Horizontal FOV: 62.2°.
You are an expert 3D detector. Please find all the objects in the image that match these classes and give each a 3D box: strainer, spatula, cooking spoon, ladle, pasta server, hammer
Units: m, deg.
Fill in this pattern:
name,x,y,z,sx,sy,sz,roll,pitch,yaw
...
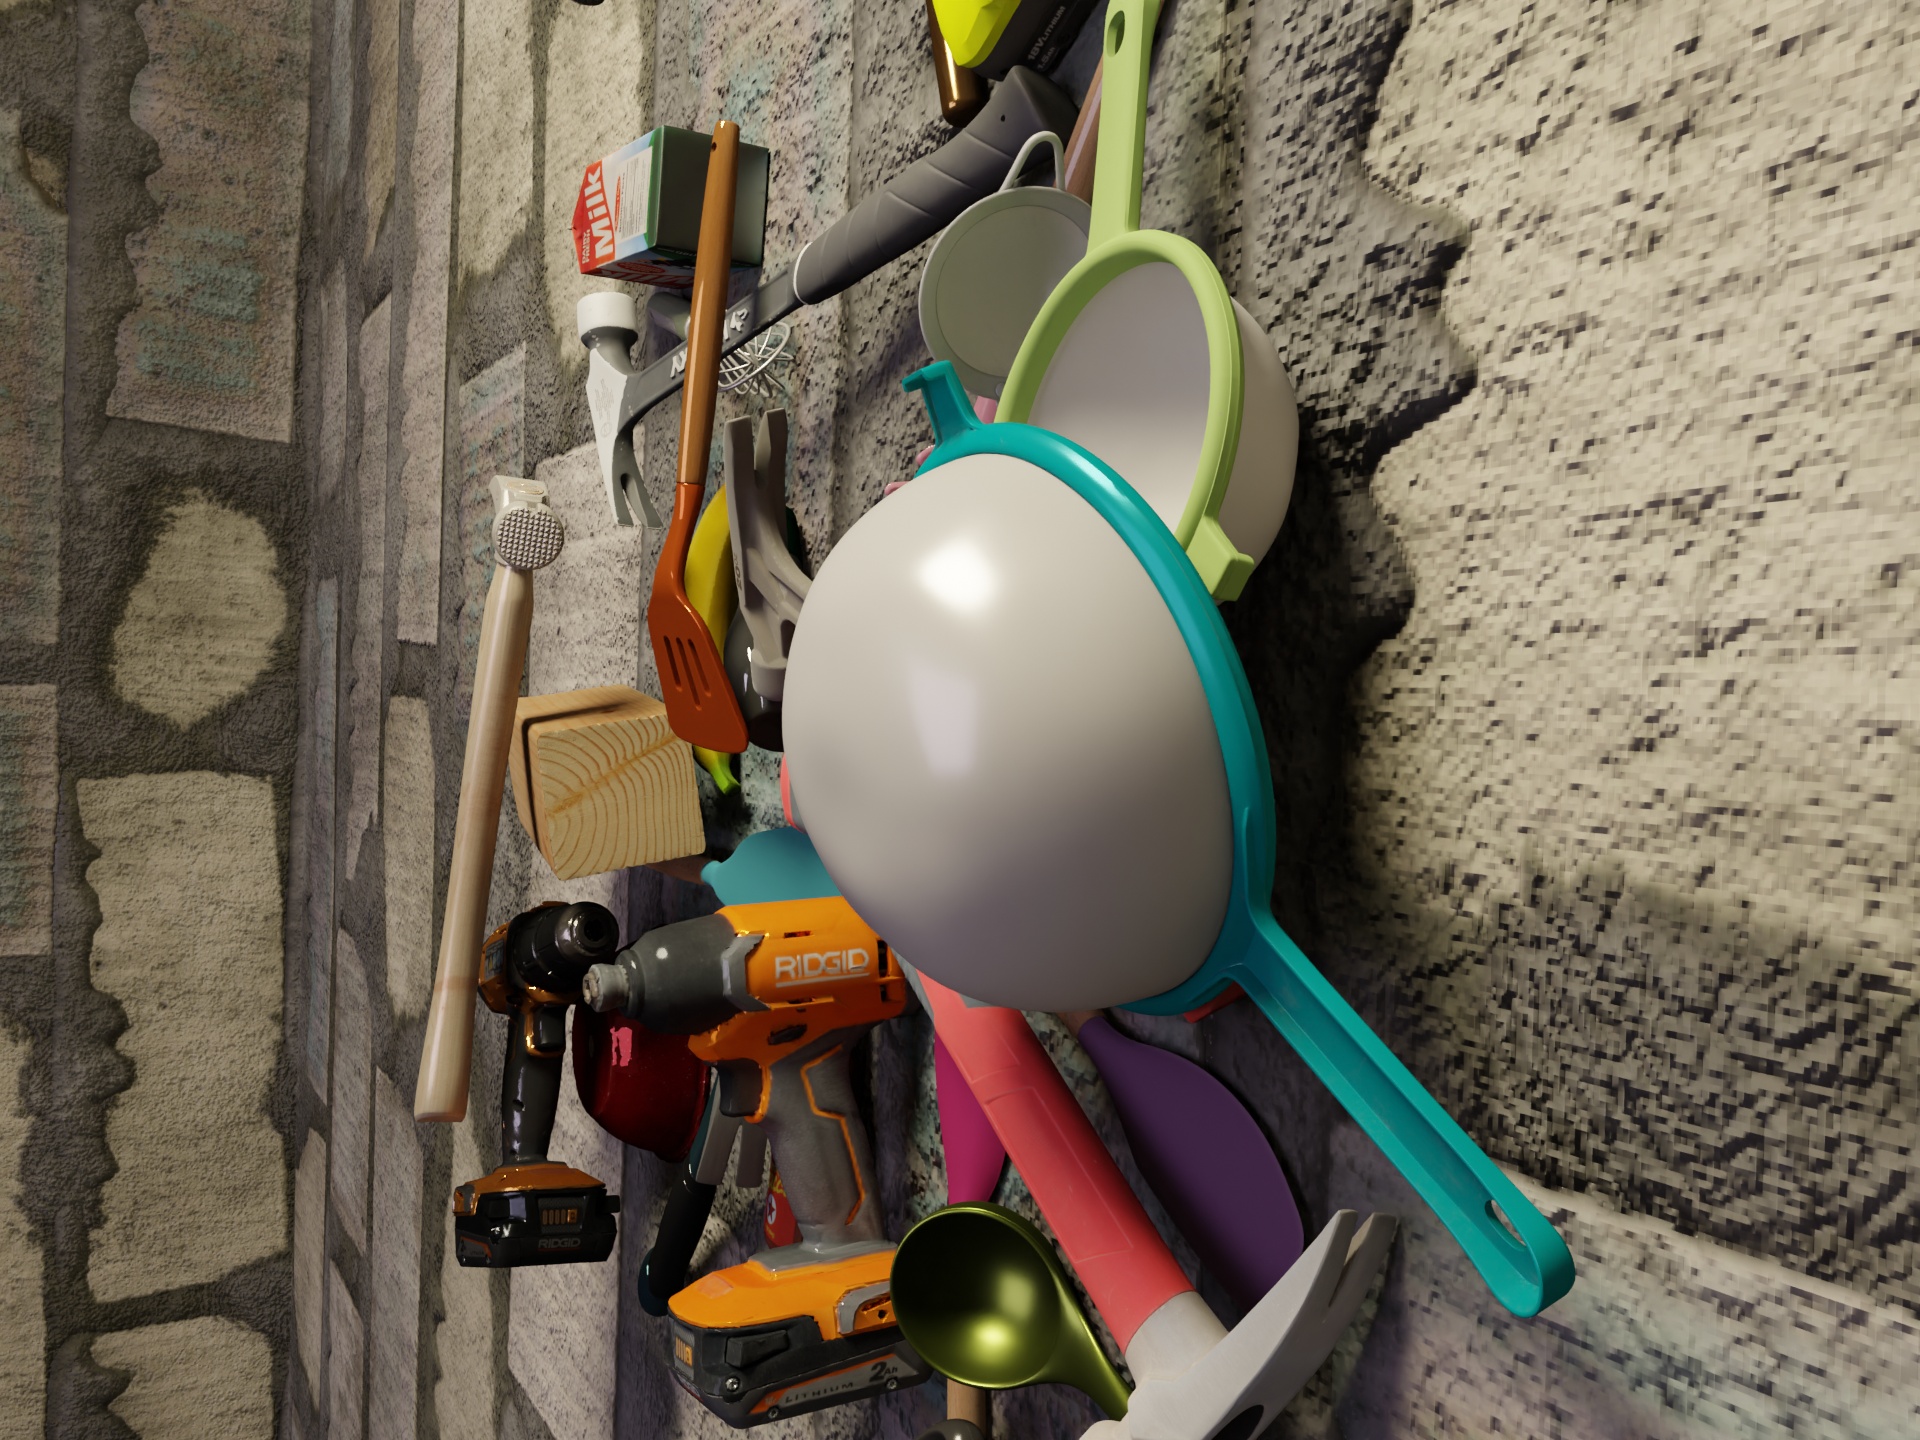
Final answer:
name,x,y,z,sx,sy,sz,roll,pitch,yaw
strainer,0.033,0.054,0.491,0.341,0.095,0.210,50,146,36
spatula,-0.130,-0.145,0.826,0.081,0.041,0.322,9,93,51
spatula,-0.151,0.095,0.992,0.317,0.044,0.082,-179,89,-65
spatula,0.043,0.110,0.658,0.316,0.018,0.059,48,124,48
cooking spoon,0.002,0.270,0.720,0.069,0.017,0.319,-8,82,62
ladle,0.074,0.273,0.562,0.320,0.062,0.078,28,109,54
strainer,0.075,-0.142,0.574,0.151,0.069,0.256,-16,67,60
pasta server,0.026,-0.177,0.682,0.060,0.040,0.316,37,122,26
hammer,0.016,0.111,0.645,0.143,0.038,0.387,-55,41,17
strainer,0.019,-0.111,0.665,0.050,0.087,0.258,-131,40,-60
hammer,-0.001,-0.002,0.660,0.359,0.036,0.149,40,141,43
hammer,-0.152,0.263,0.934,0.330,0.033,0.128,113,162,-44
hammer,-0.088,-0.217,0.817,0.409,0.036,0.149,-16,78,48
hammer,-0.297,0.055,0.981,0.146,0.038,0.410,-136,56,-65

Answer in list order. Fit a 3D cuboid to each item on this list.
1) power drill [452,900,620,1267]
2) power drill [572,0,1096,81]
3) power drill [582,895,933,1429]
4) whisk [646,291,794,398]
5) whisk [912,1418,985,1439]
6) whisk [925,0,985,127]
name,x,y,z,sx,sy,sz,roll,pitch,yaw
power drill,-0.262,0.227,1.011,0.185,0.084,0.226,-29,59,55
power drill,-0.047,-0.339,0.627,0.171,0.223,0.080,-50,47,47
power drill,-0.091,0.199,0.744,0.084,0.164,0.226,-10,82,60
whisk,-0.160,-0.243,0.998,0.059,0.057,0.247,-42,32,-4
whisk,-0.055,0.392,0.761,0.295,0.073,0.073,-57,43,42
whisk,-0.011,-0.400,0.762,0.047,0.051,0.245,135,128,-77
